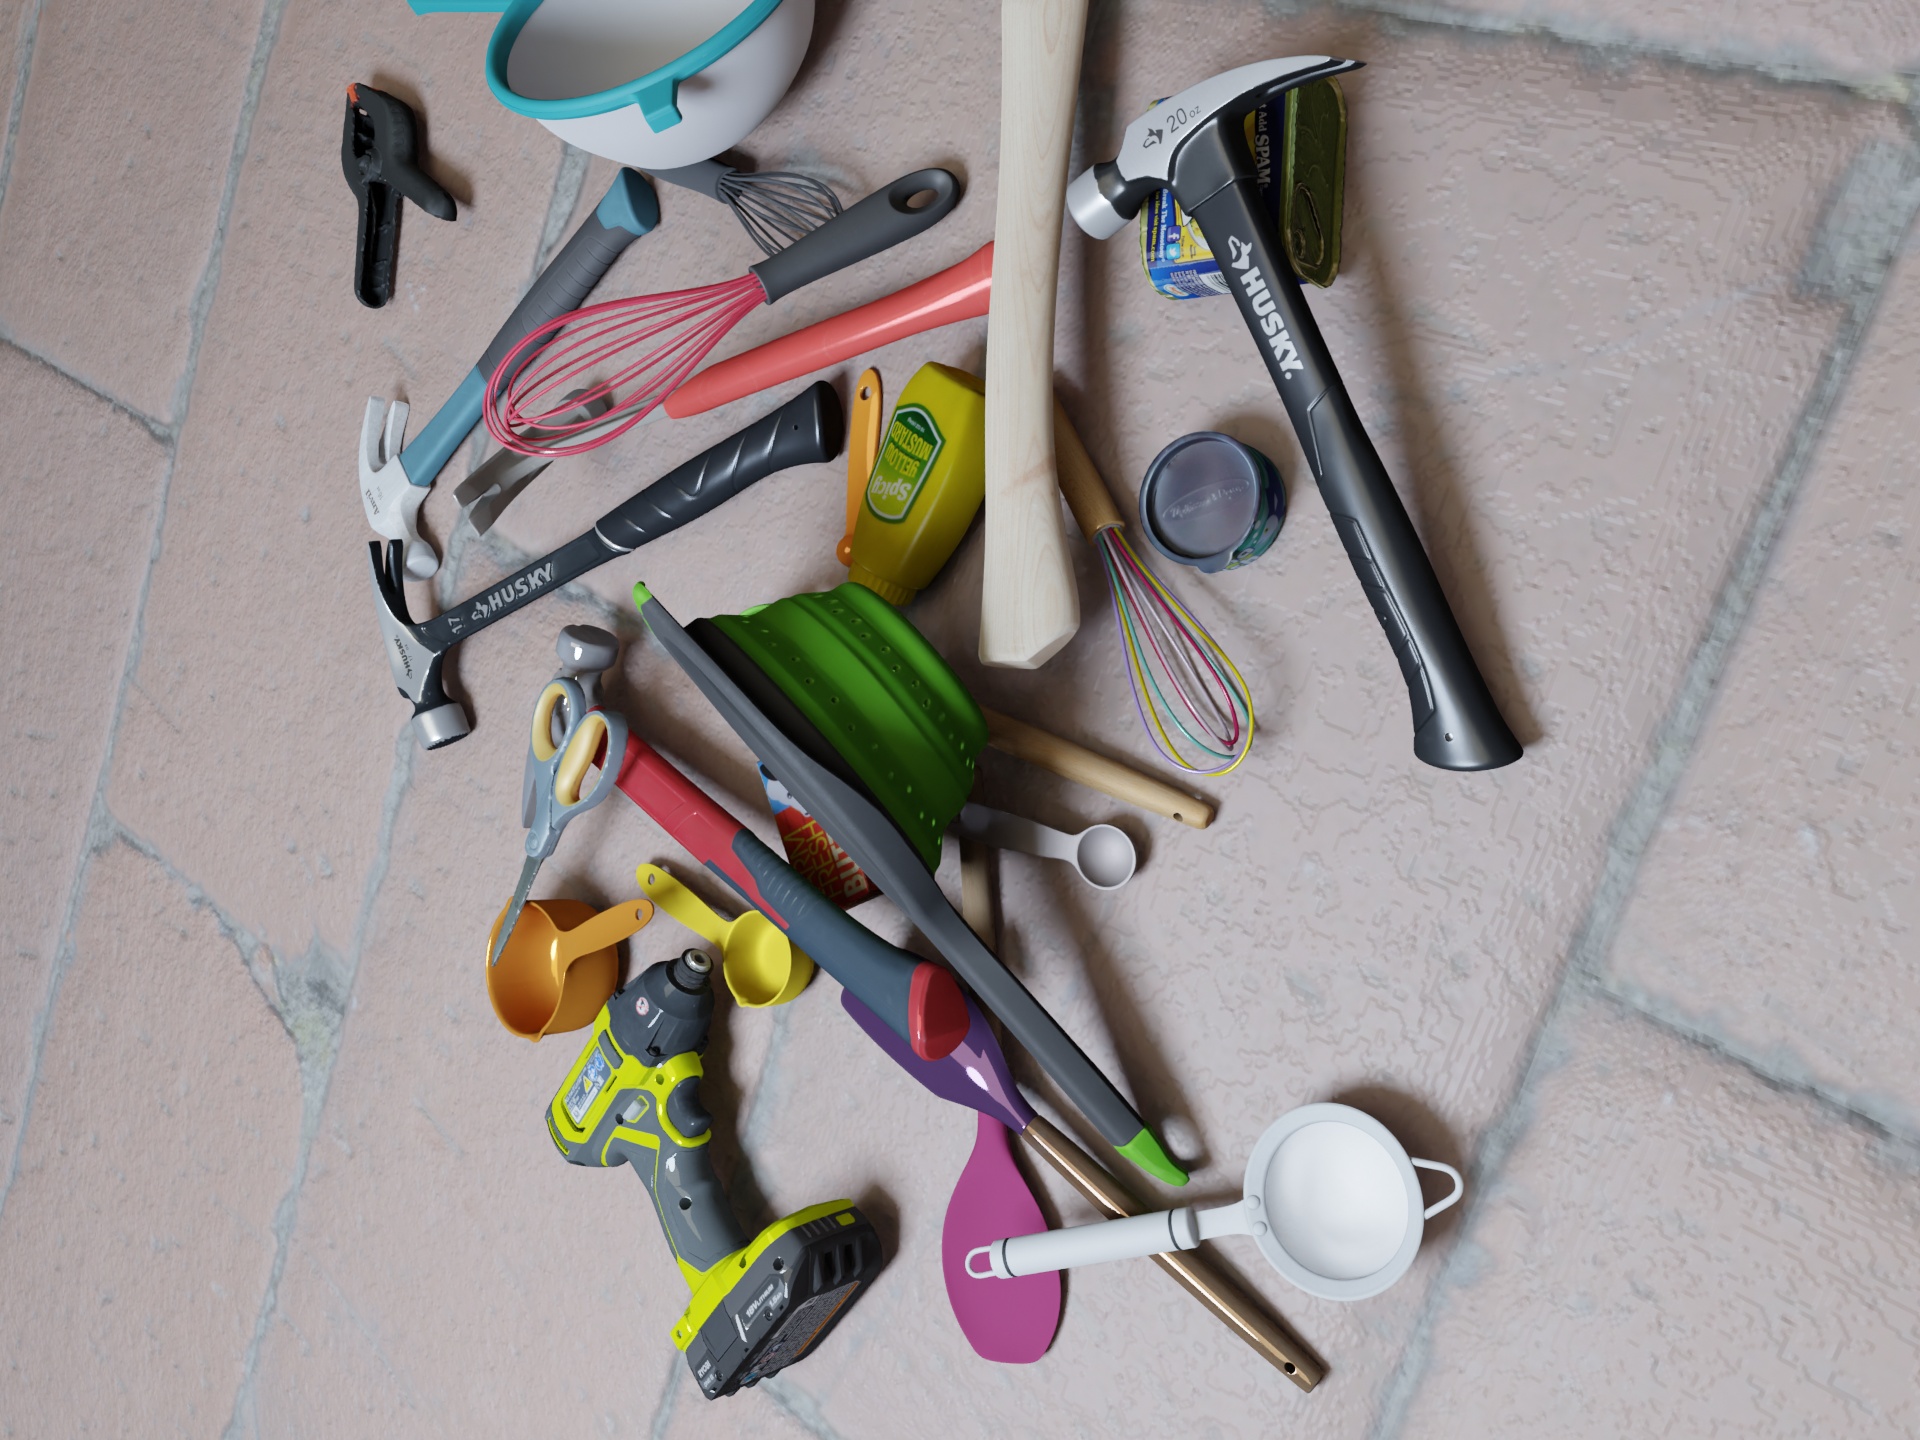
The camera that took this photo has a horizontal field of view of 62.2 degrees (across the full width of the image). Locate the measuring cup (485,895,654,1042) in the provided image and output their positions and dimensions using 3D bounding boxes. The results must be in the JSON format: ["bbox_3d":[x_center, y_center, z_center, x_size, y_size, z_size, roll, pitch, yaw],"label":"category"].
[{"bbox_3d":[-0.231,0.143,1.004,0.173,0.052,0.095,-27,70,35],"label":"measuring cup"}]

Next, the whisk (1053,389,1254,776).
[{"bbox_3d":[0.087,-0.080,0.809,0.245,0.051,0.047,66,155,23],"label":"whisk"}]

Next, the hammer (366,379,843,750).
[{"bbox_3d":[-0.238,-0.116,1.027,0.409,0.036,0.149,-23,88,29],"label":"hammer"}]

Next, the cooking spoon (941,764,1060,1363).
[{"bbox_3d":[0.016,0.183,0.860,0.069,0.017,0.319,-6,85,26],"label":"cooking spoon"}]

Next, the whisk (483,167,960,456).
[{"bbox_3d":[-0.127,-0.229,0.875,0.296,0.073,0.073,-31,66,-9],"label":"whisk"}]

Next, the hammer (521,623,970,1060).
[{"bbox_3d":[-0.139,0.087,0.923,0.387,0.038,0.143,34,116,37],"label":"hammer"}]

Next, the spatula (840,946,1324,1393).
[{"bbox_3d":[0.056,0.223,0.816,0.316,0.018,0.059,39,105,24],"label":"spatula"}]

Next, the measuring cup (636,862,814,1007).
[{"bbox_3d":[-0.145,0.123,0.973,0.157,0.029,0.062,27,102,40],"label":"measuring cup"}]

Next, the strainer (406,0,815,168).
[{"bbox_3d":[-0.217,-0.415,0.986,0.341,0.095,0.211,19,66,35],"label":"strainer"}]

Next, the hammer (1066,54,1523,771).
[{"bbox_3d":[0.170,-0.132,0.713,0.146,0.035,0.335,-26,86,43],"label":"hammer"}]

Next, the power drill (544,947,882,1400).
[{"bbox_3d":[-0.149,0.258,0.930,0.223,0.080,0.171,50,122,28],"label":"power drill"}]

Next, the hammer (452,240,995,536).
[{"bbox_3d":[-0.130,-0.198,0.927,0.359,0.149,0.036,-13,120,28],"label":"hammer"}]

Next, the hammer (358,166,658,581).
[{"bbox_3d":[-0.316,-0.246,1.099,0.331,0.033,0.128,-41,68,26],"label":"hammer"}]

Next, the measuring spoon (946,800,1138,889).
[{"bbox_3d":[0.039,0.060,0.843,0.124,0.018,0.034,14,102,29],"label":"measuring spoon"}]

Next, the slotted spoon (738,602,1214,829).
[{"bbox_3d":[-0.001,-0.003,0.871,0.314,0.031,0.070,23,141,30],"label":"slotted spoon"}]

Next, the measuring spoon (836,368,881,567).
[{"bbox_3d":[-0.061,-0.148,0.930,0.021,0.011,0.117,7,92,35],"label":"measuring spoon"}]

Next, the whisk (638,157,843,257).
[{"bbox_3d":[-0.145,-0.327,0.978,0.239,0.055,0.055,35,107,35],"label":"whisk"}]

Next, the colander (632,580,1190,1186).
[{"bbox_3d":[0.002,0.059,0.799,0.094,0.204,0.397,-42,89,-9],"label":"colander"}]

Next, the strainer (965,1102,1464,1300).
[{"bbox_3d":[0.115,0.239,0.757,0.258,0.050,0.087,-18,71,24],"label":"strainer"}]

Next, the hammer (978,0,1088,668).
[{"bbox_3d":[0.025,-0.232,0.815,0.146,0.038,0.411,1,84,16],"label":"hammer"}]
